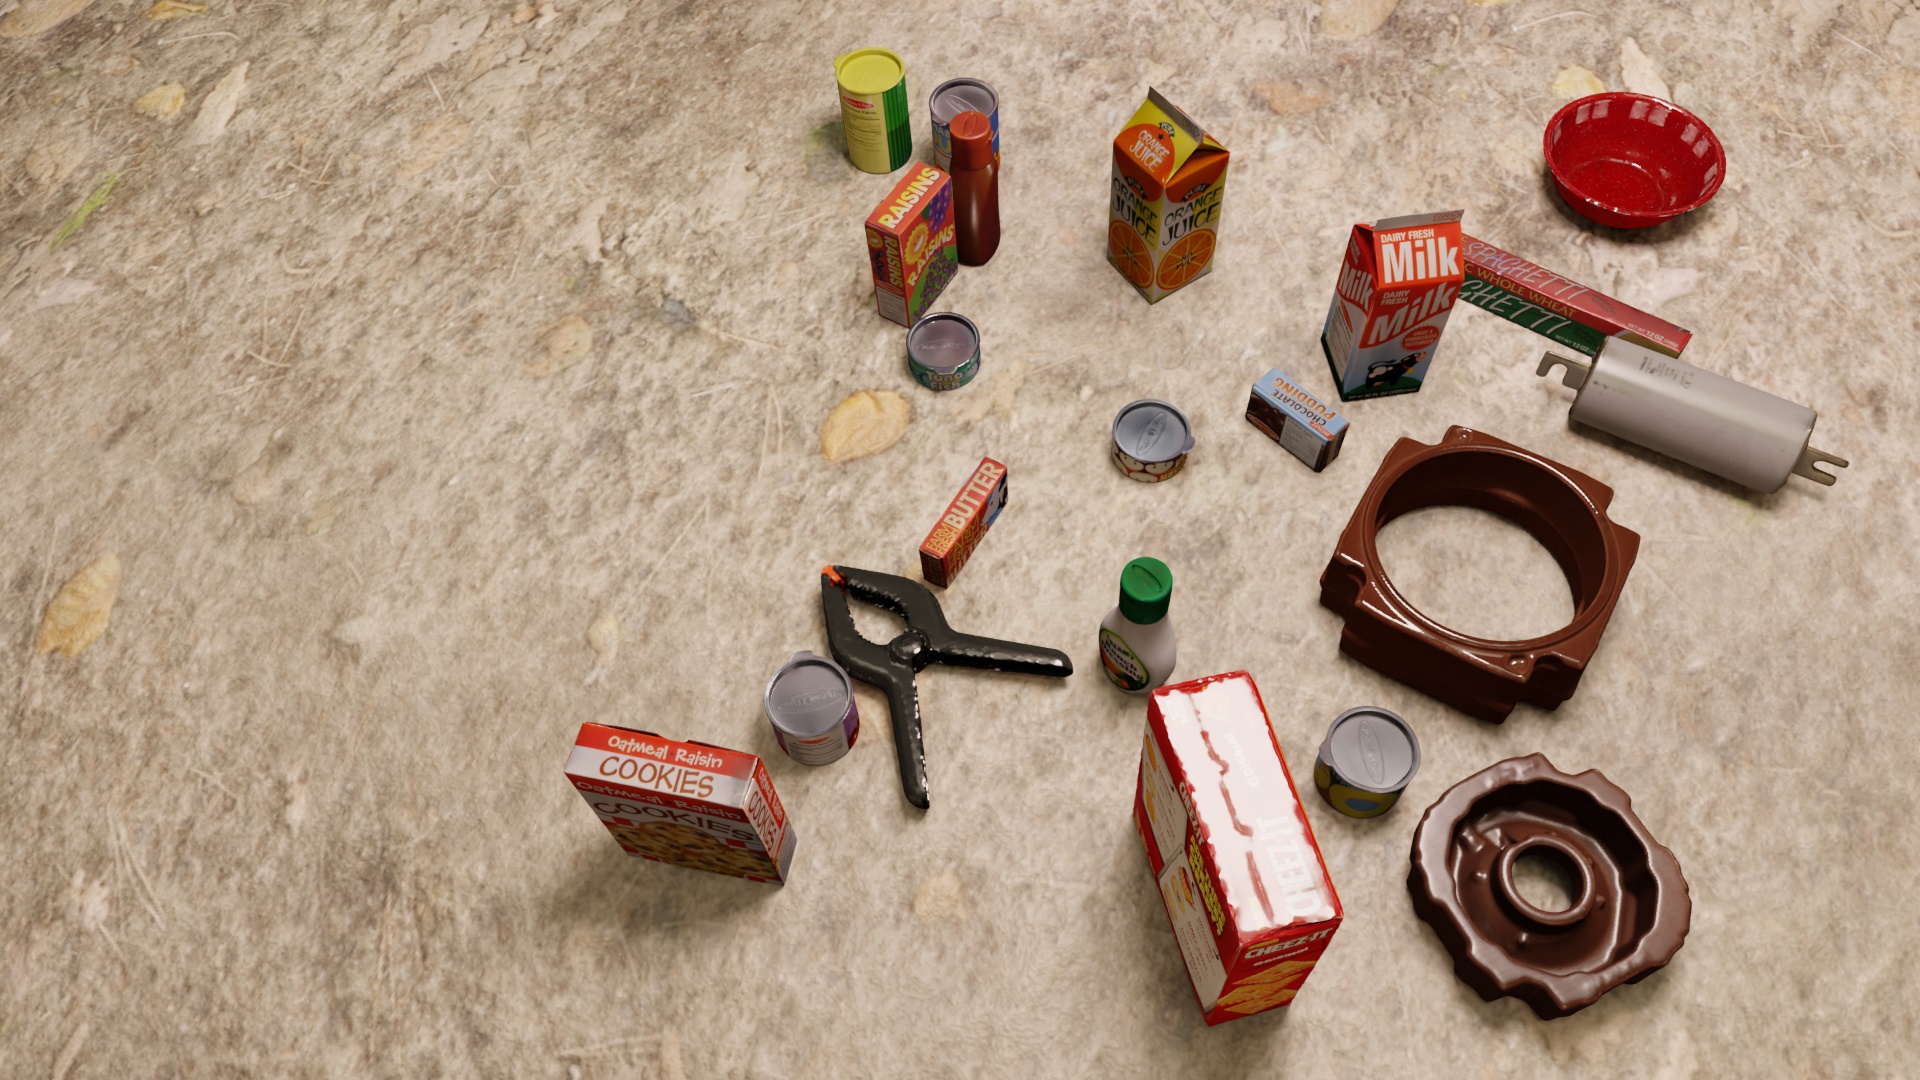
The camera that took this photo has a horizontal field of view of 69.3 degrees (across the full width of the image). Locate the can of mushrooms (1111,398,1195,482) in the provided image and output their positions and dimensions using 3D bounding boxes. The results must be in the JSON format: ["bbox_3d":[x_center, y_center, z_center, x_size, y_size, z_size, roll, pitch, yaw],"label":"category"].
[{"bbox_3d":[0.163,-0.084,1.178,0.071,0.033,0.071,-1,59,2],"label":"can of mushrooms"}]

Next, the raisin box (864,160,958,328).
[{"bbox_3d":[-0.042,-0.264,1.247,0.040,0.122,0.086,28,64,18],"label":"raisin box"}]

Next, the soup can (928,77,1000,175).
[{"bbox_3d":[0.003,-0.393,1.347,0.071,0.083,0.071,-1,59,2],"label":"soup can"}]

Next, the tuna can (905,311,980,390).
[{"bbox_3d":[-0.014,-0.167,1.239,0.071,0.032,0.071,-1,59,2],"label":"tuna can"}]

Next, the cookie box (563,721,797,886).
[{"bbox_3d":[-0.187,0.183,0.955,0.123,0.166,0.040,9,60,9],"label":"cookie box"}]

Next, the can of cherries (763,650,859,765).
[{"bbox_3d":[-0.111,0.127,1.050,0.071,0.058,0.072,-1,59,2],"label":"can of cherries"}]

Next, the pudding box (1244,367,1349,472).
[{"bbox_3d":[0.283,-0.102,1.174,0.030,0.049,0.084,-40,65,-19],"label":"pudding box"}]

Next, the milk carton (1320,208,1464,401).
[{"bbox_3d":[0.358,-0.203,1.150,0.072,0.189,0.074,-8,59,-2],"label":"milk carton"}]

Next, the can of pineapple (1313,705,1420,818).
[{"bbox_3d":[0.292,0.161,1.008,0.071,0.057,0.071,-1,59,2],"label":"can of pineapple"}]

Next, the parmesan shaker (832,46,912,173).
[{"bbox_3d":[-0.085,-0.420,1.357,0.071,0.102,0.071,-1,59,2],"label":"parmesan shaker"}]

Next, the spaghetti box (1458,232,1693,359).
[{"bbox_3d":[0.512,-0.213,1.230,0.250,0.050,0.029,30,65,19],"label":"spaghetti box"}]

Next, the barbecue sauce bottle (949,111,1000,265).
[{"bbox_3d":[0.012,-0.322,1.265,0.044,0.147,0.065,11,60,10],"label":"barbecue sauce bottle"}]

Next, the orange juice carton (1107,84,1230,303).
[{"bbox_3d":[0.181,-0.307,1.221,0.073,0.191,0.072,-31,62,-14],"label":"orange juice carton"}]

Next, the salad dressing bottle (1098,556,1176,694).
[{"bbox_3d":[0.132,0.063,1.024,0.044,0.147,0.064,-37,64,-18],"label":"salad dressing bottle"}]

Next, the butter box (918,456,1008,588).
[{"bbox_3d":[0.004,-0.014,1.133,0.024,0.053,0.104,27,64,18],"label":"butter box"}]
